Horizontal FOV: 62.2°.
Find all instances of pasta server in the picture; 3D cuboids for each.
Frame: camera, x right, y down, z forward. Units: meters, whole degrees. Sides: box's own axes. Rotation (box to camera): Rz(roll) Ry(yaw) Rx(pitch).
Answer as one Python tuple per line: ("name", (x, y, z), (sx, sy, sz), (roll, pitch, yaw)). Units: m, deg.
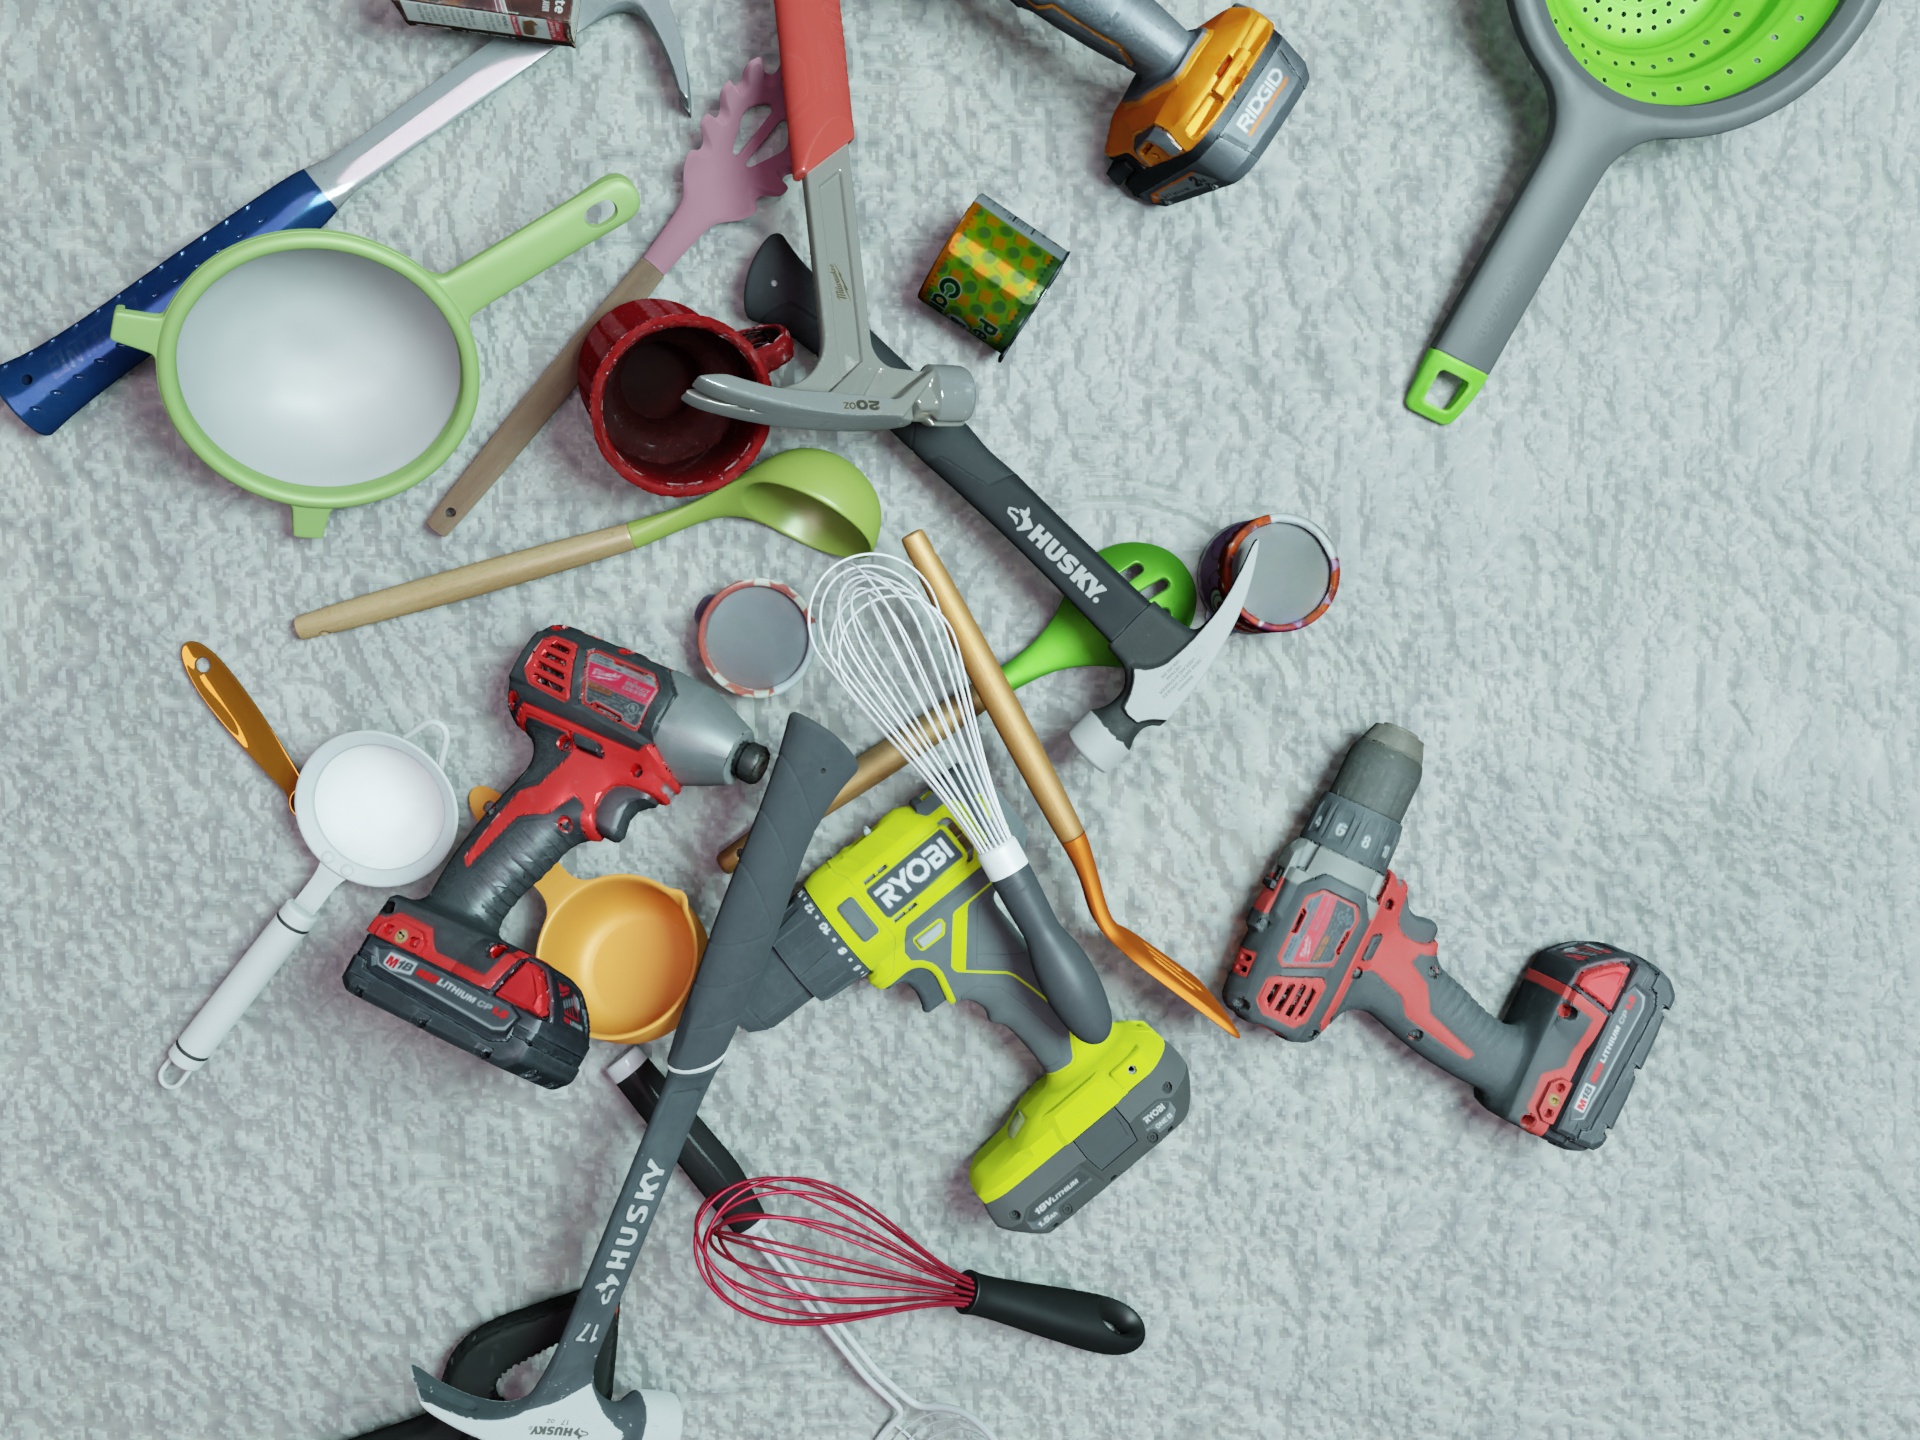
("pasta server", (-0.182, -0.224, 0.855), (0.060, 0.040, 0.316), (40, 89, -18))

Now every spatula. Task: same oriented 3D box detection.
("spatula", (0.057, 0.037, 0.860), (0.041, 0.081, 0.322), (-28, 101, 0))

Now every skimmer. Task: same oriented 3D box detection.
("skimmer", (-0.089, 0.340, 0.867), (0.127, 0.090, 0.363), (-35, 94, 28))

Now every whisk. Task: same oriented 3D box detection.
("whisk", (0.006, 0.044, 0.821), (0.070, 0.070, 0.284), (-28, 94, -4))
("whisk", (-0.012, 0.303, 0.855), (0.295, 0.073, 0.073), (25, 90, -29))

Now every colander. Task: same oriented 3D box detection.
("colander", (0.355, -0.356, 0.893), (0.204, 0.094, 0.397), (24, 108, -7))

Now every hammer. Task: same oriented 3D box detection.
("hammer", (0.011, -0.138, 0.856), (0.335, 0.035, 0.146), (45, 101, 3))
("hammer", (-0.147, 0.189, 0.812), (0.149, 0.036, 0.409), (19, 94, -32))
("hammer", (-0.324, -0.281, 0.837), (0.405, 0.035, 0.144), (-37, 96, -3))
("hammer", (-0.082, -0.322, 0.809), (0.149, 0.037, 0.359), (-2, 79, -29))

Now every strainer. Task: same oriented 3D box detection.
("strainer", (-0.351, 0.097, 0.852), (0.087, 0.050, 0.258), (39, 94, -8))
("strainer", (-0.282, -0.216, 0.812), (0.256, 0.069, 0.151), (-31, 135, -1))

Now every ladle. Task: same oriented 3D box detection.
("ladle", (-0.199, -0.081, 0.853), (0.320, 0.078, 0.062), (-16, 71, 0))

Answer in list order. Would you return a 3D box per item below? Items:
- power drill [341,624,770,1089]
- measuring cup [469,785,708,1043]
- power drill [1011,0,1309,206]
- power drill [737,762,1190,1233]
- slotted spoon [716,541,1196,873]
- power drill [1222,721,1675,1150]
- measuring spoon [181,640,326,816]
("power drill", (-0.199, 0.067, 0.814), (0.143, 0.078, 0.220), (22, 73, 13))
("measuring cup", (-0.207, 0.102, 0.869), (0.095, 0.052, 0.174), (-43, 72, -8))
("power drill", (0.054, -0.370, 0.827), (0.226, 0.164, 0.084), (34, 89, -19))
("power drill", (-0.002, 0.164, 0.876), (0.190, 0.080, 0.228), (-39, 93, -4))
("slotted spoon", (-0.001, -0.003, 0.892), (0.314, 0.031, 0.070), (-33, 89, -2))
("power drill", (0.282, 0.124, 0.907), (0.226, 0.080, 0.188), (26, 90, -4))
("measuring spoon", (-0.382, 0.005, 0.860), (0.021, 0.011, 0.117), (-37, 93, -1))
